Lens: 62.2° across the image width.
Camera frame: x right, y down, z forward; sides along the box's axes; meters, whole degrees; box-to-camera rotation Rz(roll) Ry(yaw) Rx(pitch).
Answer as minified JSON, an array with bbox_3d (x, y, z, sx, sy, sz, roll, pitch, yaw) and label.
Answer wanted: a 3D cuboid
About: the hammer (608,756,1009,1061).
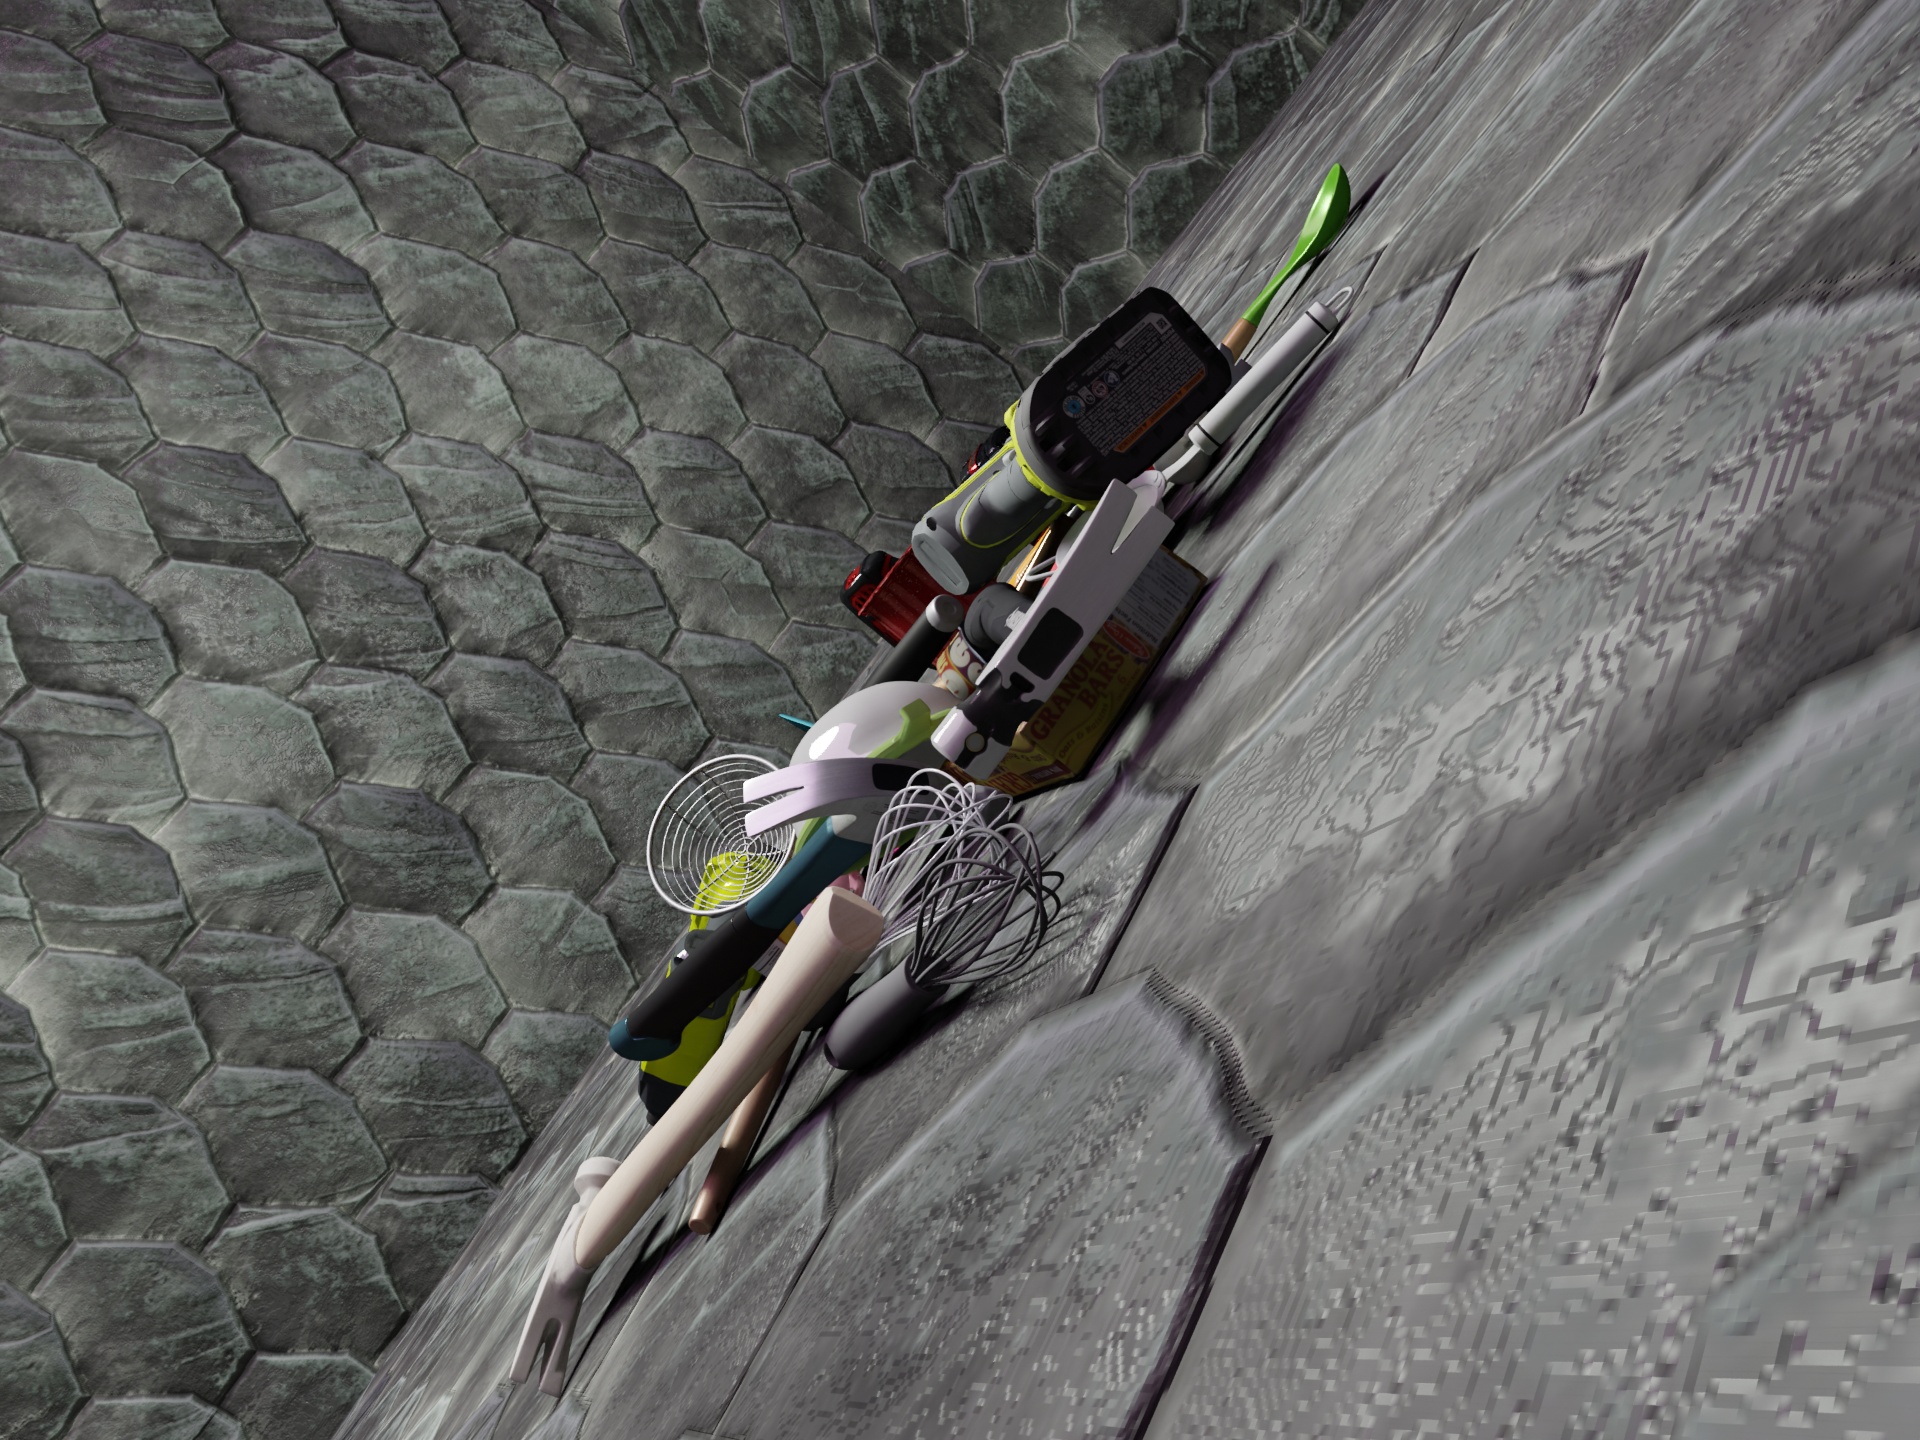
[{"bbox_3d":[-0.116,0.118,0.913,0.331,0.128,0.033,-45,41,40],"label":"hammer"}]

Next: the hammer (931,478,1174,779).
[{"bbox_3d":[0.034,-0.057,0.860,0.146,0.035,0.335,-53,6,4],"label":"hammer"}]

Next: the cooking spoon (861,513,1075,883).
[{"bbox_3d":[-0.002,-0.004,1.121,0.319,0.017,0.069,-61,5,10],"label":"cooking spoon"}]

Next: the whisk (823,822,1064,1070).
[{"bbox_3d":[-0.017,0.108,0.688,0.055,0.055,0.239,-59,4,-37],"label":"whisk"}]

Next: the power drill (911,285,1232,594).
[{"bbox_3d":[0.074,-0.177,0.993,0.190,0.080,0.228,-43,4,-19],"label":"power drill"}]

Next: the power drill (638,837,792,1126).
[{"bbox_3d":[-0.201,0.207,1.284,0.223,0.080,0.171,-75,5,-65],"label":"power drill"}]

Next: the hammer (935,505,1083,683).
[{"bbox_3d":[0.071,-0.139,1.281,0.336,0.034,0.127,-55,5,30],"label":"hammer"}]

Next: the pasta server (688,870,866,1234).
[{"bbox_3d":[-0.110,0.185,0.974,0.040,0.060,0.316,-17,27,25],"label":"pasta server"}]

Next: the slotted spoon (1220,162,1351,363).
[{"bbox_3d":[0.203,-0.278,1.202,0.314,0.031,0.070,-55,6,7],"label":"slotted spoon"}]

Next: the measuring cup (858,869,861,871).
[{"bbox_3d":[-0.088,0.107,1.151,0.062,0.029,0.156,-62,-2,-24],"label":"measuring cup"}]

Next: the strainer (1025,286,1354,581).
[{"bbox_3d":[0.144,-0.163,0.966,0.258,0.050,0.087,-46,22,18],"label":"strainer"}]

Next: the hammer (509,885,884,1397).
[{"bbox_3d":[-0.148,0.226,0.859,0.410,0.038,0.146,-52,17,39],"label":"hammer"}]

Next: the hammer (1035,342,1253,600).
[{"bbox_3d":[0.082,-0.119,1.184,0.386,0.038,0.143,-47,8,46],"label":"hammer"}]

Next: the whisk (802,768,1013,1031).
[{"bbox_3d":[-0.043,0.108,0.843,0.070,0.070,0.284,-59,3,-38],"label":"whisk"}]

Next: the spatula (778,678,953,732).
[{"bbox_3d":[-0.030,-0.022,1.241,0.317,0.082,0.044,-28,40,45],"label":"spatula"}]

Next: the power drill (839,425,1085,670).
[{"bbox_3d":[0.011,-0.139,1.401,0.219,0.143,0.079,-44,14,25],"label":"power drill"}]

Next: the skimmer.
[{"bbox_3d":[-0.115,0.020,1.082,0.363,0.090,0.127,-48,43,48],"label":"skimmer"}]

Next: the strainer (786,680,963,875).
[{"bbox_3d":[-0.089,0.059,0.978,0.256,0.069,0.151,-43,-19,15],"label":"strainer"}]
